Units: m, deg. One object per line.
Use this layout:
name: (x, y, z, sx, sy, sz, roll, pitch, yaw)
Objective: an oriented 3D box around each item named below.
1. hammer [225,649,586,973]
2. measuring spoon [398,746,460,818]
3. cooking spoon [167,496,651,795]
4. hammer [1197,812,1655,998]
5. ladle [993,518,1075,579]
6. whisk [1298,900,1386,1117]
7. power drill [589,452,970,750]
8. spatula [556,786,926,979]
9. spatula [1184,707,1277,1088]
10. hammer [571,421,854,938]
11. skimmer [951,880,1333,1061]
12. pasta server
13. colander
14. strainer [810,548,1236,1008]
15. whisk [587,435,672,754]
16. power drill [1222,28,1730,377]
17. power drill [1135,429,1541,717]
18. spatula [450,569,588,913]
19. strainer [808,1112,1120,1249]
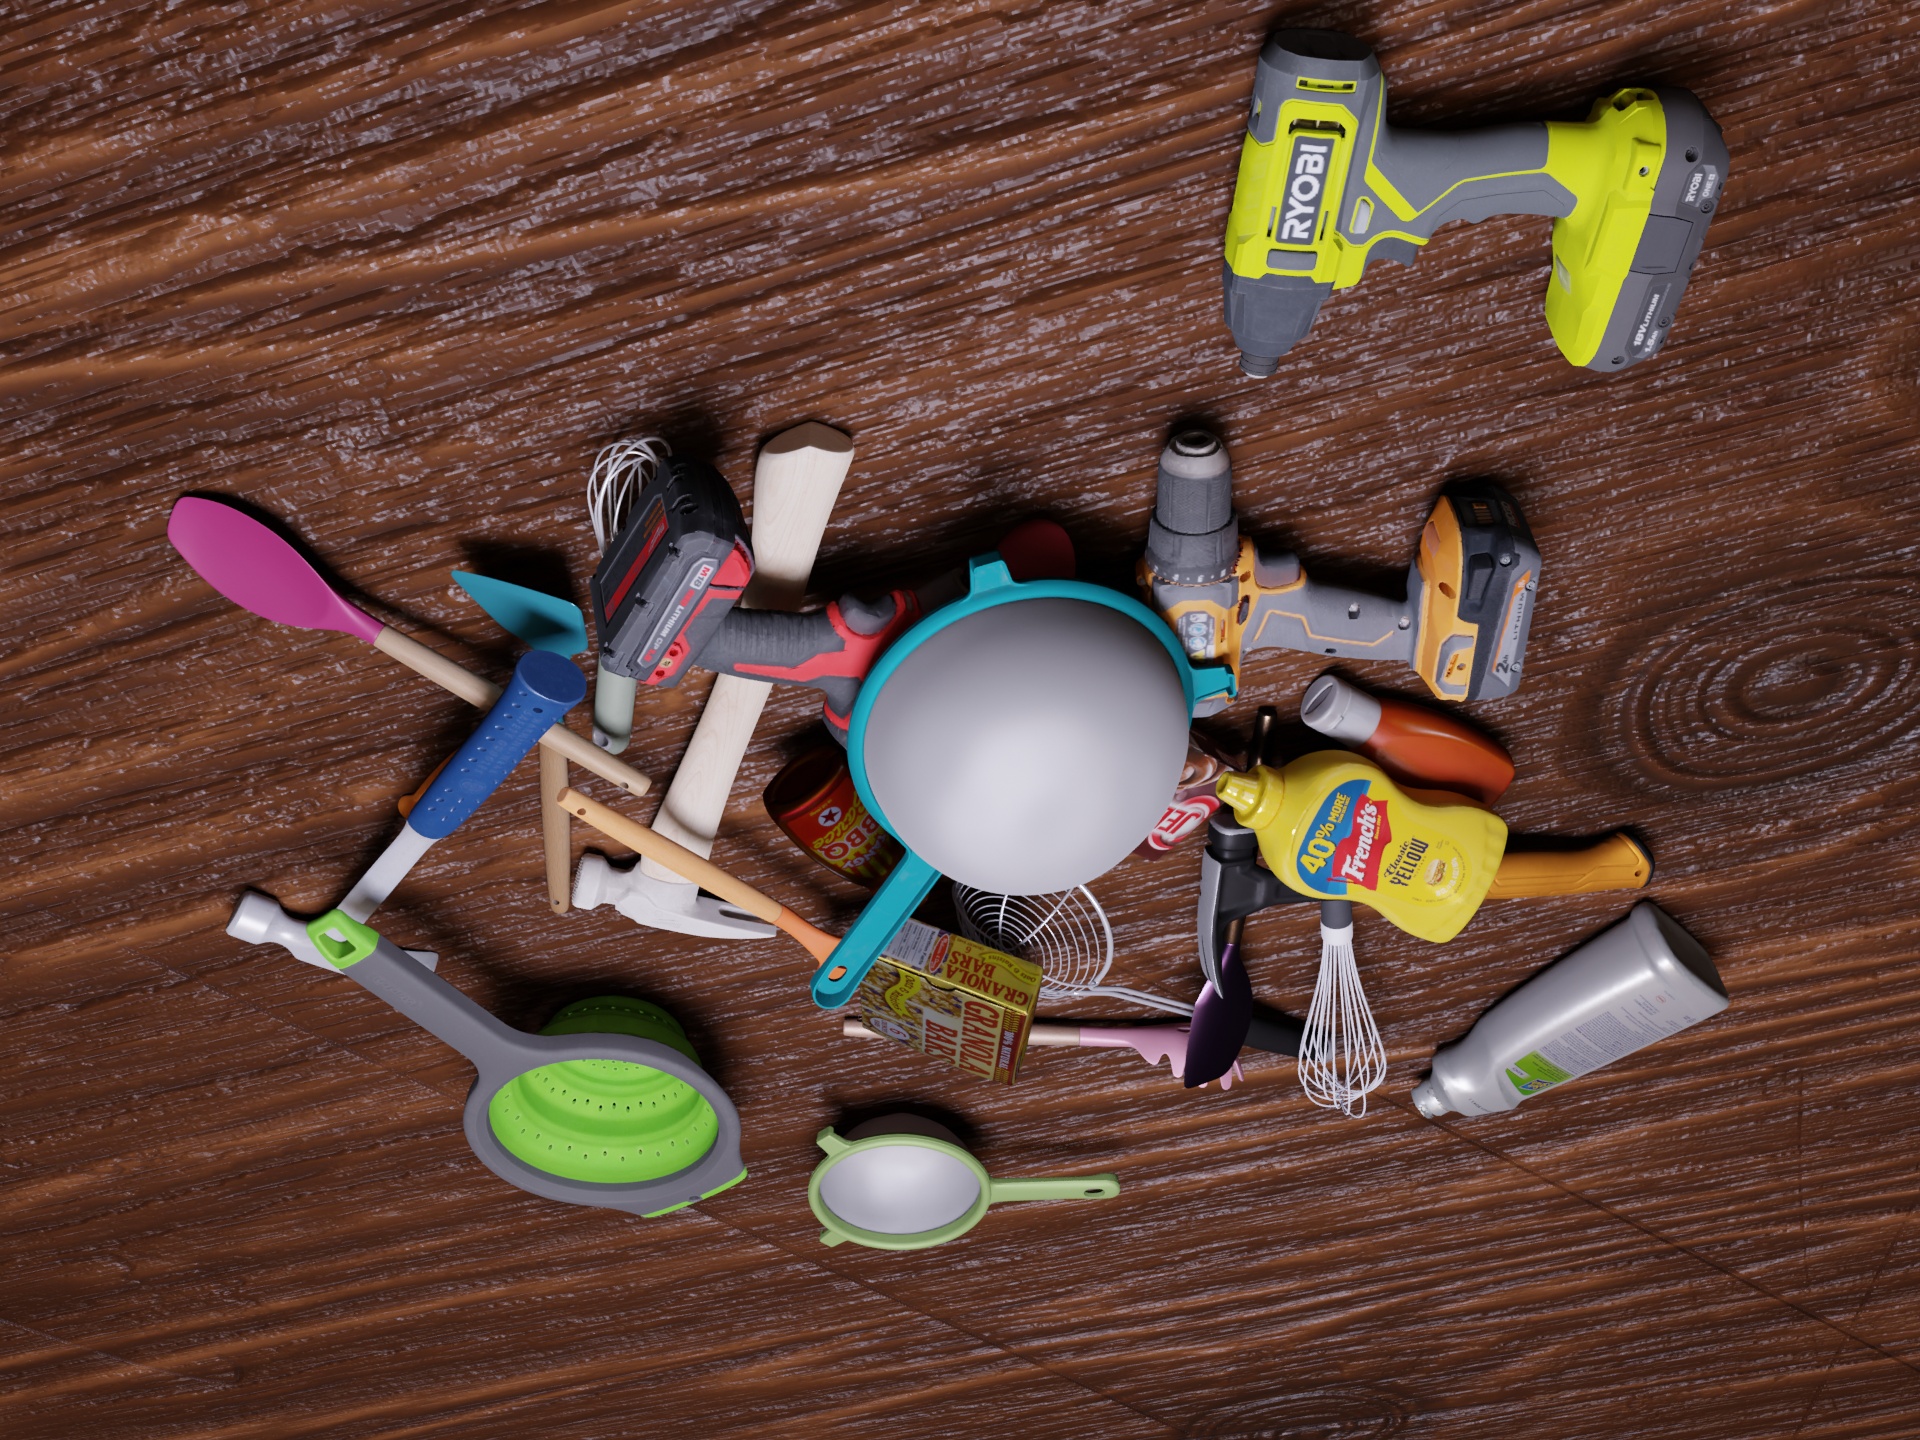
hammer: (-0.346, 0.075, 1.035, 0.144, 0.035, 0.405, 28, 135, -25)
measuring spoon: (-0.341, 0.040, 1.055, 0.021, 0.011, 0.117, 39, 129, -25)
cooking spoon: (-0.329, -0.039, 0.965, 0.318, 0.017, 0.068, 32, 128, -13)
hammer: (0.327, 0.118, 1.110, 0.336, 0.034, 0.127, -3, 111, -12)
ladle: (-0.002, -0.003, 1.025, 0.031, 0.069, 0.315, -9, 143, -32)
whisk: (0.278, 0.178, 1.172, 0.070, 0.070, 0.284, -8, 119, 4)
power drill: (-0.086, -0.061, 0.909, 0.219, 0.079, 0.143, 19, 123, -33)
spatula: (-0.146, 0.115, 1.080, 0.081, 0.041, 0.322, -42, 130, 14)
spatula: (0.197, 0.132, 1.125, 0.059, 0.018, 0.315, -13, 122, -27)
hammer: (-0.136, -0.008, 1.020, 0.146, 0.038, 0.410, 14, 128, -16)
skimmer: (0.153, 0.183, 1.196, 0.363, 0.090, 0.127, 21, 147, -32)
pasta server: (0.066, 0.254, 1.251, 0.316, 0.060, 0.040, 2, 104, -1)
colander: (-0.312, 0.228, 1.171, 0.204, 0.095, 0.396, -27, 128, 19)
strainer: (0.010, 0.076, 0.938, 0.210, 0.095, 0.340, 23, 116, -29)
whisk: (-0.203, -0.068, 0.963, 0.058, 0.059, 0.246, 34, 135, 17)
power drill: (0.248, -0.249, 0.808, 0.223, 0.080, 0.171, 4, 129, -1)
power drill: (0.217, -0.090, 0.941, 0.226, 0.084, 0.185, -2, 129, 5)
spatula: (-0.273, 0.025, 1.037, 0.082, 0.044, 0.317, 16, 132, 7)
strainer: (0.002, 0.370, 1.326, 0.256, 0.069, 0.151, 0, 128, -3)
